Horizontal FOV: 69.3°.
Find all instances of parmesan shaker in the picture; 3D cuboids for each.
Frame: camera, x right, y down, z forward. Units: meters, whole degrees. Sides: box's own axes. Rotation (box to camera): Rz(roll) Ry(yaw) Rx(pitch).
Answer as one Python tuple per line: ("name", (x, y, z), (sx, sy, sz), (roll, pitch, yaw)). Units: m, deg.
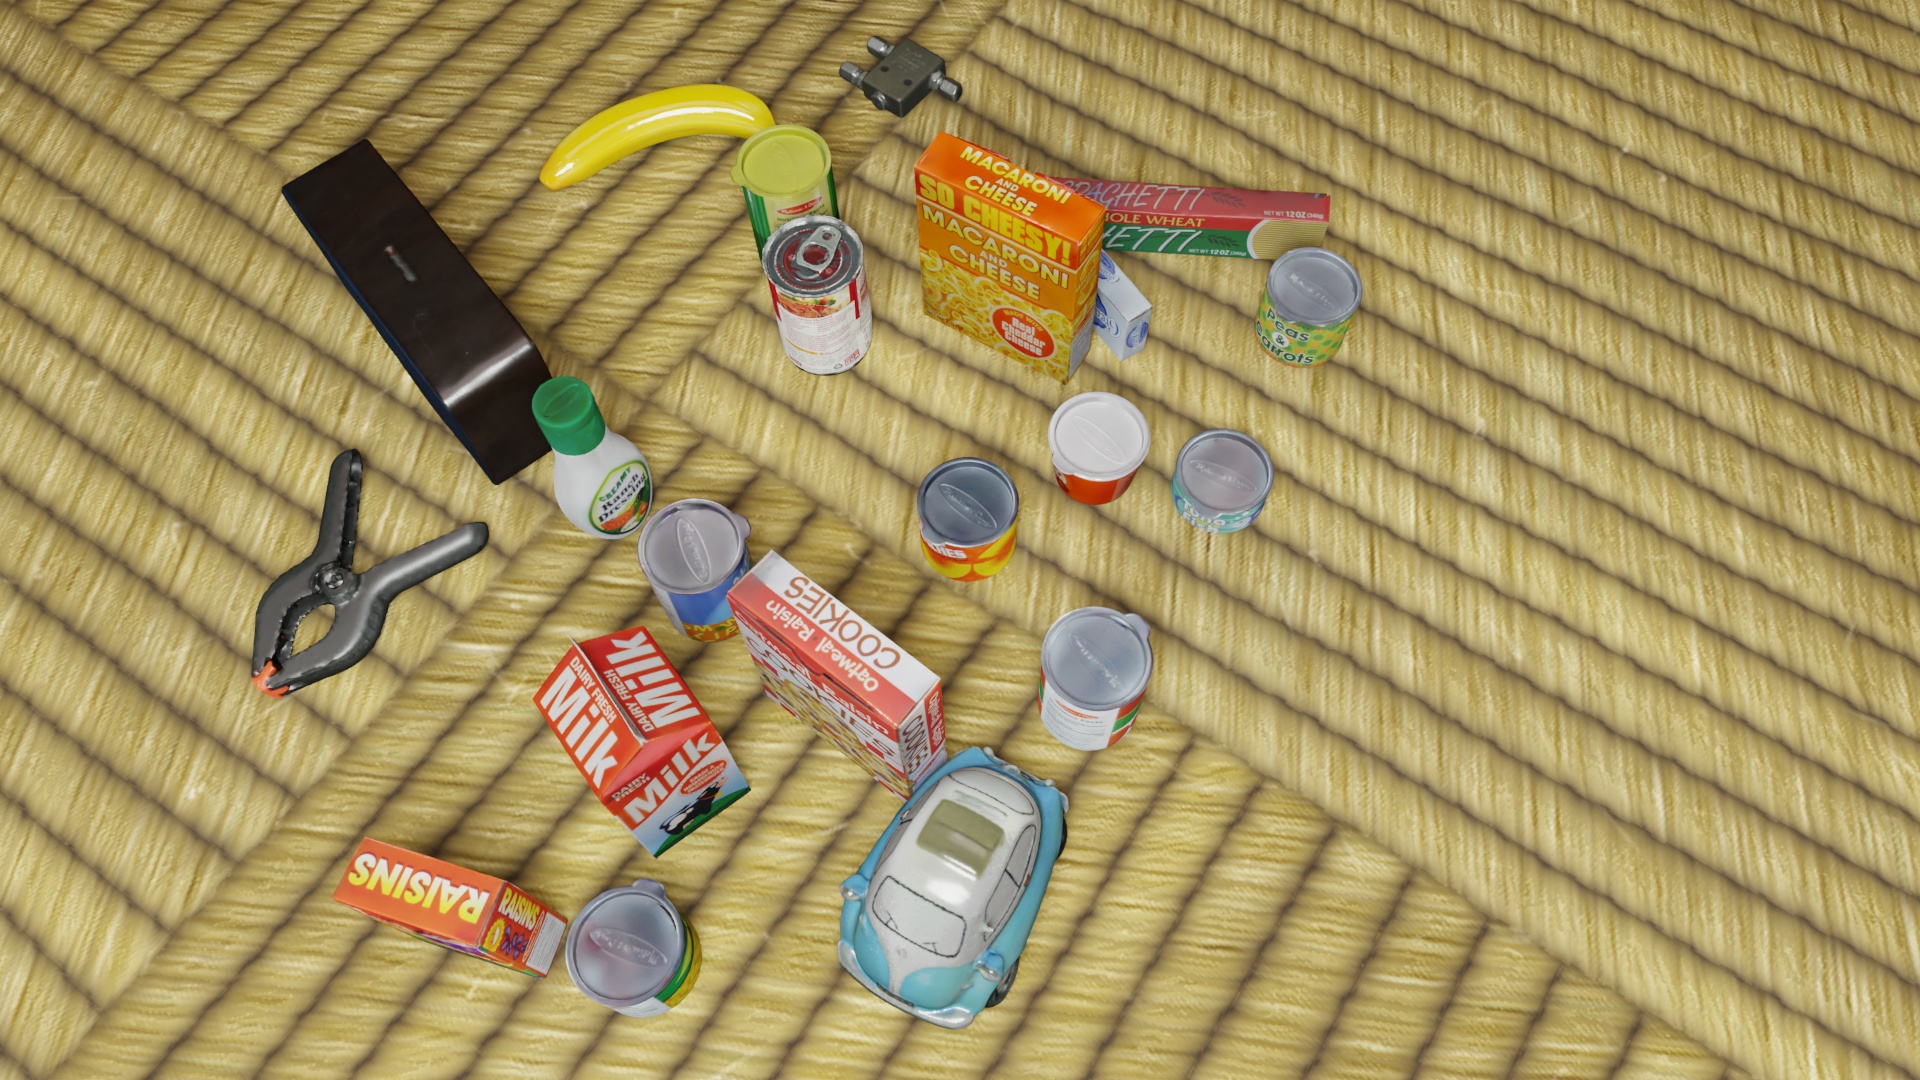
("parmesan shaker", (-0.125, -0.241, 1.009), (0.071, 0.102, 0.071), (0, 64, 1))

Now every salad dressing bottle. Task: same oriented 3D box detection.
("salad dressing bottle", (-0.238, -0.052, 0.894), (0.044, 0.147, 0.064), (36, 70, 16))

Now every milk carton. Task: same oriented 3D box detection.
("milk carton", (-0.181, 0.113, 0.789), (0.073, 0.189, 0.072), (-35, 69, -15))

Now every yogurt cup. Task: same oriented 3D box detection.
("yogurt cup", (0.093, -0.060, 0.945), (0.072, 0.053, 0.072), (0, 64, 1))

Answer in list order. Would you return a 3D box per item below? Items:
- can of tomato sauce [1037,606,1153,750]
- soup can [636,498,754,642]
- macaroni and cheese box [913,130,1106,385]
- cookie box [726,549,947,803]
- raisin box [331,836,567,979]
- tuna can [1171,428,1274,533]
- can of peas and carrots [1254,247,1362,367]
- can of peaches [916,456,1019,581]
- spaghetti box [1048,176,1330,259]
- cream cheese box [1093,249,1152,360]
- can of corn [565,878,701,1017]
("can of tomato sauce", (0.083, 0.085, 0.859), (0.071, 0.082, 0.071), (0, 64, 1))
("soup can", (-0.163, 0.020, 0.893), (0.071, 0.083, 0.071), (0, 64, 1))
("macaroni and cheese box", (0.032, -0.189, 0.946), (0.124, 0.165, 0.040), (28, 68, 14))
("cookie box", (-0.068, 0.086, 0.813), (0.123, 0.166, 0.040), (35, 70, 16))
("raisin box", (-0.283, 0.209, 0.781), (0.086, 0.123, 0.040), (16, 66, 8))
("tuna can", (0.177, -0.038, 0.945), (0.071, 0.032, 0.071), (0, 64, 1))
("can of peas and carrots", (0.246, -0.164, 0.991), (0.071, 0.058, 0.071), (0, 64, 1))
("can of peaches", (0.003, -0.012, 0.921), (0.071, 0.057, 0.071), (0, 64, 1))
("spaghetti box", (0.145, -0.240, 1.034), (0.250, 0.050, 0.029), (4, 65, 3))
("cream cheese box", (0.097, -0.184, 1.005), (0.024, 0.053, 0.104), (-31, 68, -13))
("can of corn", (-0.186, 0.236, 0.802), (0.071, 0.058, 0.071), (0, 64, 1))
